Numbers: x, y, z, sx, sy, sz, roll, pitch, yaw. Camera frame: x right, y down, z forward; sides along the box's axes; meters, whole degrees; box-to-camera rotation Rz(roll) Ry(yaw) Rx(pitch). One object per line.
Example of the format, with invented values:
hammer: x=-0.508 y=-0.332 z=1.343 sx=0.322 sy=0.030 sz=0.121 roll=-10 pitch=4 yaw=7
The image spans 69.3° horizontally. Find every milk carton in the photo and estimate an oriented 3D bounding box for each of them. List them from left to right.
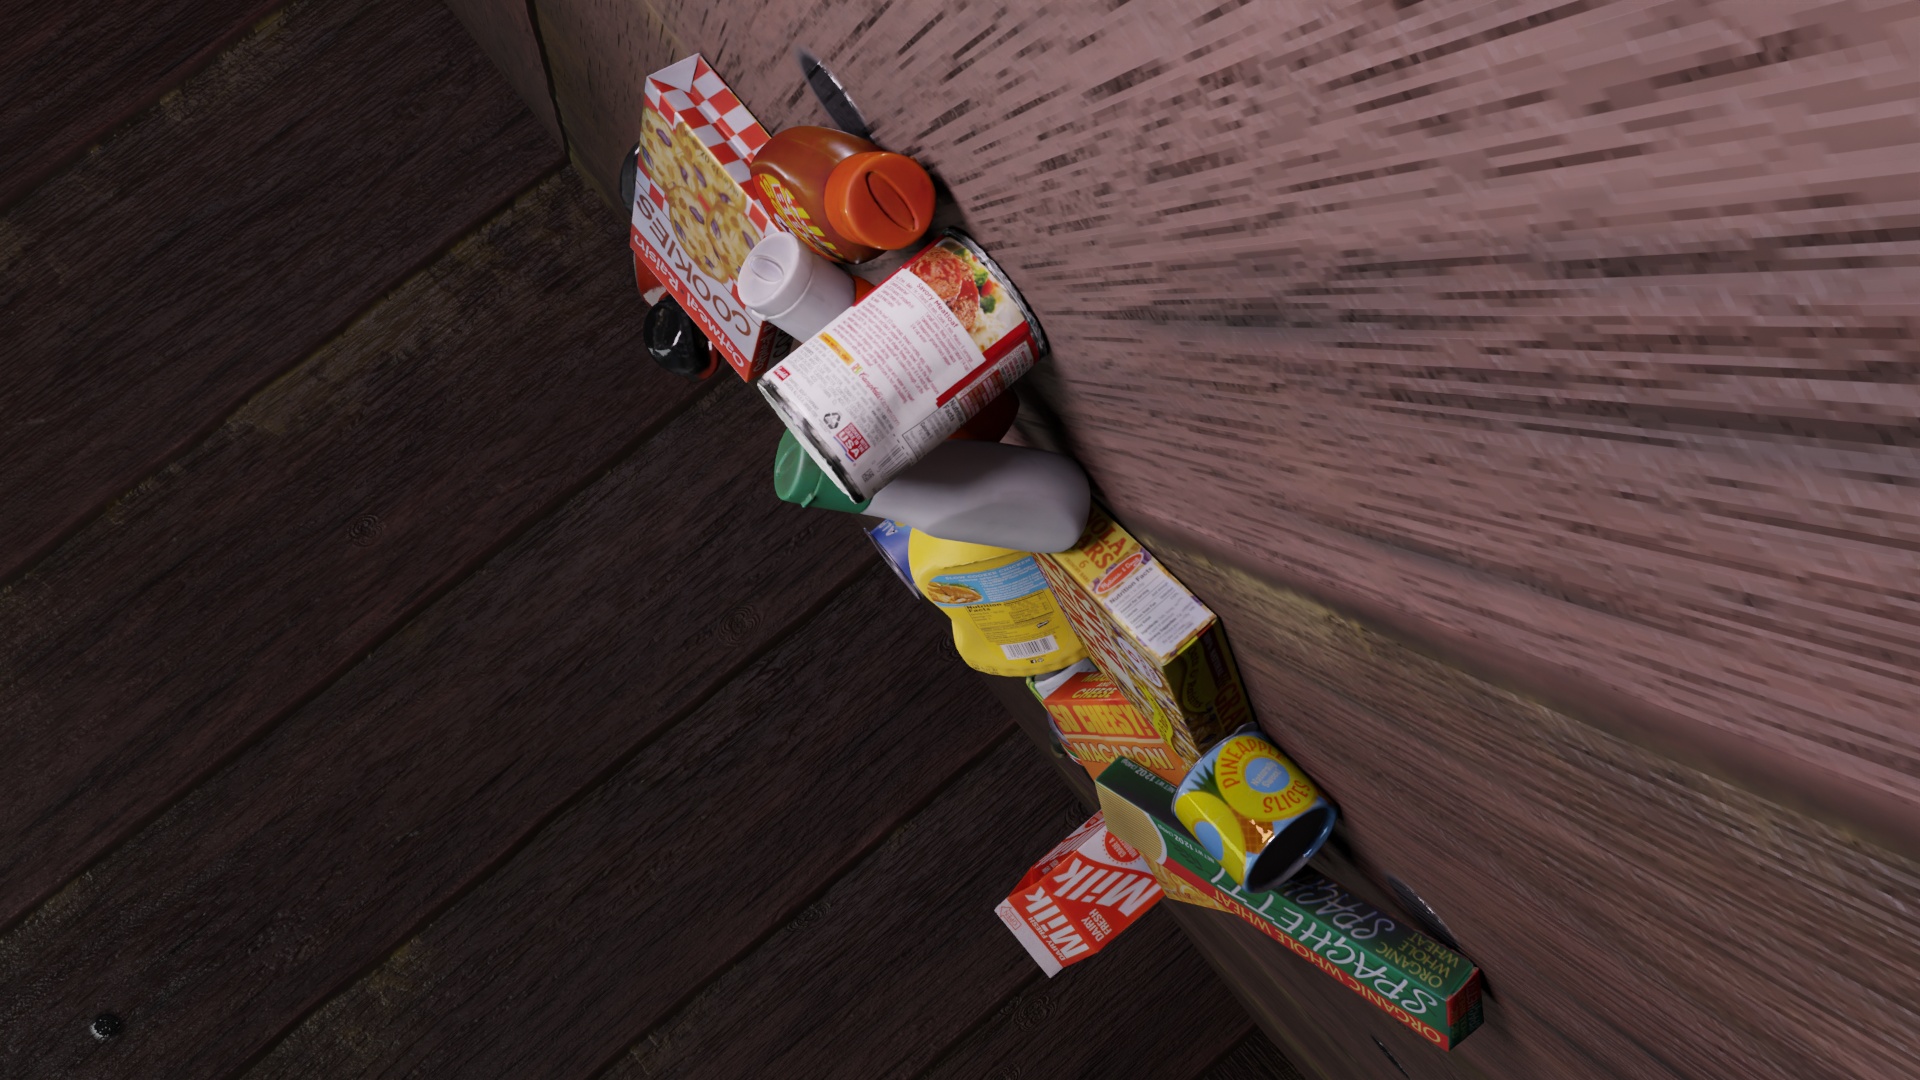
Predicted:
milk carton: x=0.122 y=0.256 z=1.093 sx=0.072 sy=0.191 sz=0.073 roll=50 pitch=174 yaw=3

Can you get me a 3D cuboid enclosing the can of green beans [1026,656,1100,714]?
can of green beans: x=0.090 y=0.107 z=1.020 sx=0.057 sy=0.071 sz=0.071 roll=53 pitch=174 yaw=-12

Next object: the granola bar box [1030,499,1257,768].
granola bar box: x=0.097 y=0.053 z=0.744 sx=0.124 sy=0.039 sz=0.165 roll=47 pitch=173 yaw=36

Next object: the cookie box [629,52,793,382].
cookie box: x=-0.141 y=-0.186 z=0.829 sx=0.123 sy=0.040 sz=0.166 roll=50 pitch=154 yaw=7

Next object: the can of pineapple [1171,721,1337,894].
can of pineapple: x=0.154 y=0.141 z=0.728 sx=0.058 sy=0.071 sz=0.070 roll=46 pitch=172 yaw=37

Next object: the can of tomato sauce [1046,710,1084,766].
can of tomato sauce: x=0.111 y=0.148 z=1.139 sx=0.071 sy=0.071 sz=0.083 roll=48 pitch=175 yaw=23

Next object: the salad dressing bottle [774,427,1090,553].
salad dressing bottle: x=-0.012 y=-0.026 z=0.651 sx=0.064 sy=0.148 sz=0.044 roll=-38 pitch=49 yaw=54

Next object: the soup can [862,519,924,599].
soup can: x=-0.022 y=-0.007 z=1.080 sx=0.071 sy=0.084 sz=0.071 roll=50 pitch=174 yaw=7

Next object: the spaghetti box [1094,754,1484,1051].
spaghetti box: x=0.177 y=0.198 z=0.787 sx=0.250 sy=0.029 sz=0.050 roll=27 pitch=144 yaw=44

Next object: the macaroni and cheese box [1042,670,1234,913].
macaroni and cheese box: x=0.136 y=0.159 z=0.892 sx=0.166 sy=0.040 sz=0.123 roll=58 pitch=156 yaw=-8

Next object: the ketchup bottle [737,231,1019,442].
ketchup bottle: x=-0.038 y=-0.090 z=0.640 sx=0.148 sy=0.043 sz=0.065 roll=29 pitch=-176 yaw=-46

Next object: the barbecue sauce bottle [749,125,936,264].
barbecue sauce bottle: x=-0.049 y=-0.146 z=0.590 sx=0.064 sy=0.044 sz=0.149 roll=48 pitch=176 yaw=-23
